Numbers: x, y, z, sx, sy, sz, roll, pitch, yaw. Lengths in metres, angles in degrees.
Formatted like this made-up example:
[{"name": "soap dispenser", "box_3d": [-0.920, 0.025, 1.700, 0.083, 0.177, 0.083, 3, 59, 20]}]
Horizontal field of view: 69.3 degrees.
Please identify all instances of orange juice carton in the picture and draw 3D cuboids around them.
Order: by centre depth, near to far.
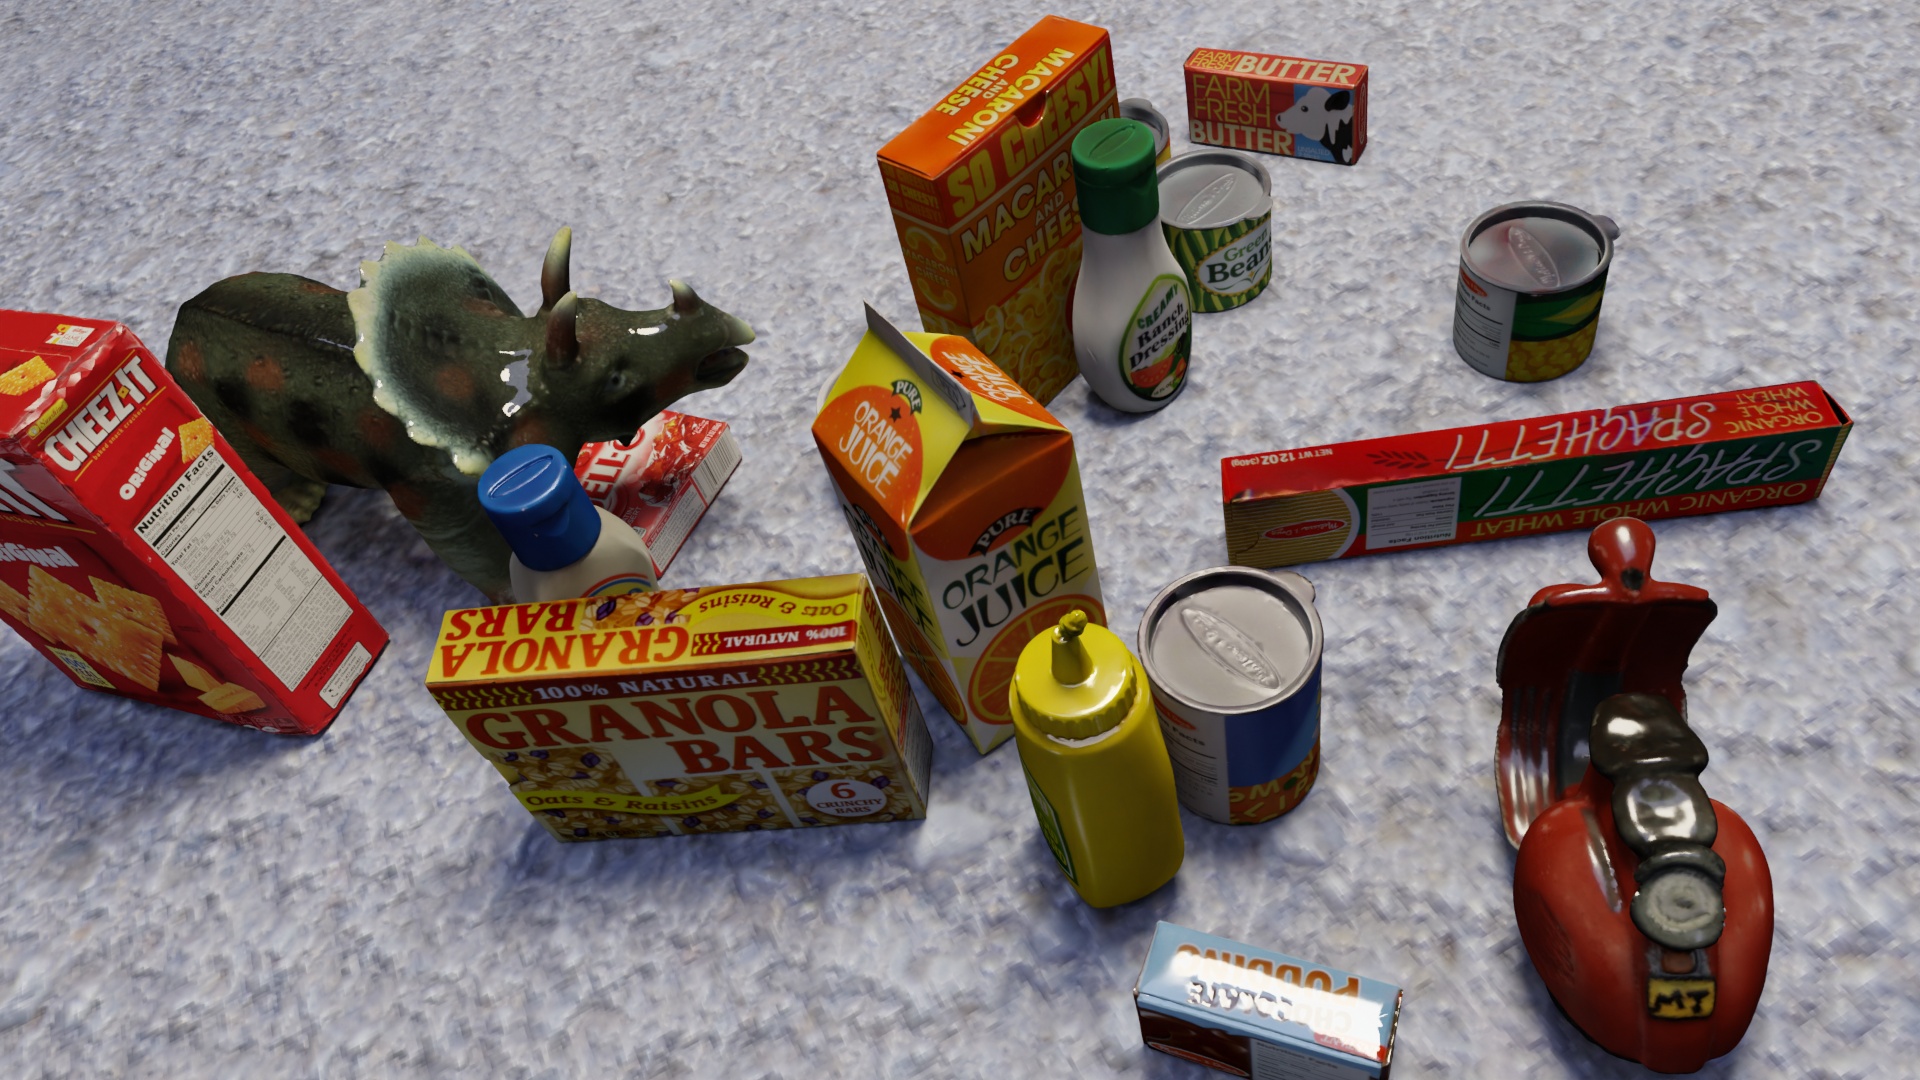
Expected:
[{"name": "orange juice carton", "box_3d": [0.002, -0.007, 0.543, 0.073, 0.191, 0.072, -32, 50, -13]}]

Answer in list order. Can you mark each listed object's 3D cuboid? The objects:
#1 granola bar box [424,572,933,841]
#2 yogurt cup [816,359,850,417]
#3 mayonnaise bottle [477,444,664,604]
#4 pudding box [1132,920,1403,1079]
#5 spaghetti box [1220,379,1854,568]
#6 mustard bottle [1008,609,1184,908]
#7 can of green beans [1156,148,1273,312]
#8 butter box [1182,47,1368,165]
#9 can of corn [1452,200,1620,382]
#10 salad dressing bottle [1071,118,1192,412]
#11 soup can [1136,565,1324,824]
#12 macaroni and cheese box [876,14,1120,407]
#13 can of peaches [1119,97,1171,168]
[{"name": "granola bar box", "box_3d": [-0.104, 0.071, 0.548, 0.165, 0.123, 0.039, -6, 50, 9]}, {"name": "yogurt cup", "box_3d": [-0.032, -0.054, 0.683, 0.072, 0.053, 0.073, -7, 49, 8]}, {"name": "mayonnaise bottle", "box_3d": [-0.155, 0.022, 0.586, 0.065, 0.147, 0.041, -37, 52, -17]}, {"name": "pudding box", "box_3d": [0.103, 0.162, 0.470, 0.084, 0.049, 0.030, 10, 54, 21]}, {"name": "spaghetti box", "box_3d": [0.238, -0.026, 0.595, 0.250, 0.050, 0.029, -7, 49, 8]}, {"name": "mustard bottle", "box_3d": [0.045, 0.071, 0.487, 0.049, 0.159, 0.065, -24, 49, -6]}, {"name": "can of green beans", "box_3d": [0.131, -0.163, 0.733, 0.071, 0.057, 0.071, -7, 49, 8]}, {"name": "butter box", "box_3d": [0.180, -0.250, 0.798, 0.103, 0.053, 0.024, 17, 57, 26]}, {"name": "can of corn", "box_3d": [0.272, -0.119, 0.660, 0.071, 0.058, 0.071, -7, 49, 8]}, {"name": "salad dressing bottle", "box_3d": [0.079, -0.126, 0.655, 0.064, 0.147, 0.044, -40, 53, -20]}, {"name": "soup can", "box_3d": [0.107, 0.059, 0.533, 0.071, 0.083, 0.072, -7, 49, 8]}, {"name": "macaroni and cheese box", "box_3d": [0.032, -0.145, 0.670, 0.040, 0.165, 0.124, 29, 62, 32]}, {"name": "can of peaches", "box_3d": [0.087, -0.204, 0.778, 0.071, 0.057, 0.071, -7, 49, 8]}]
